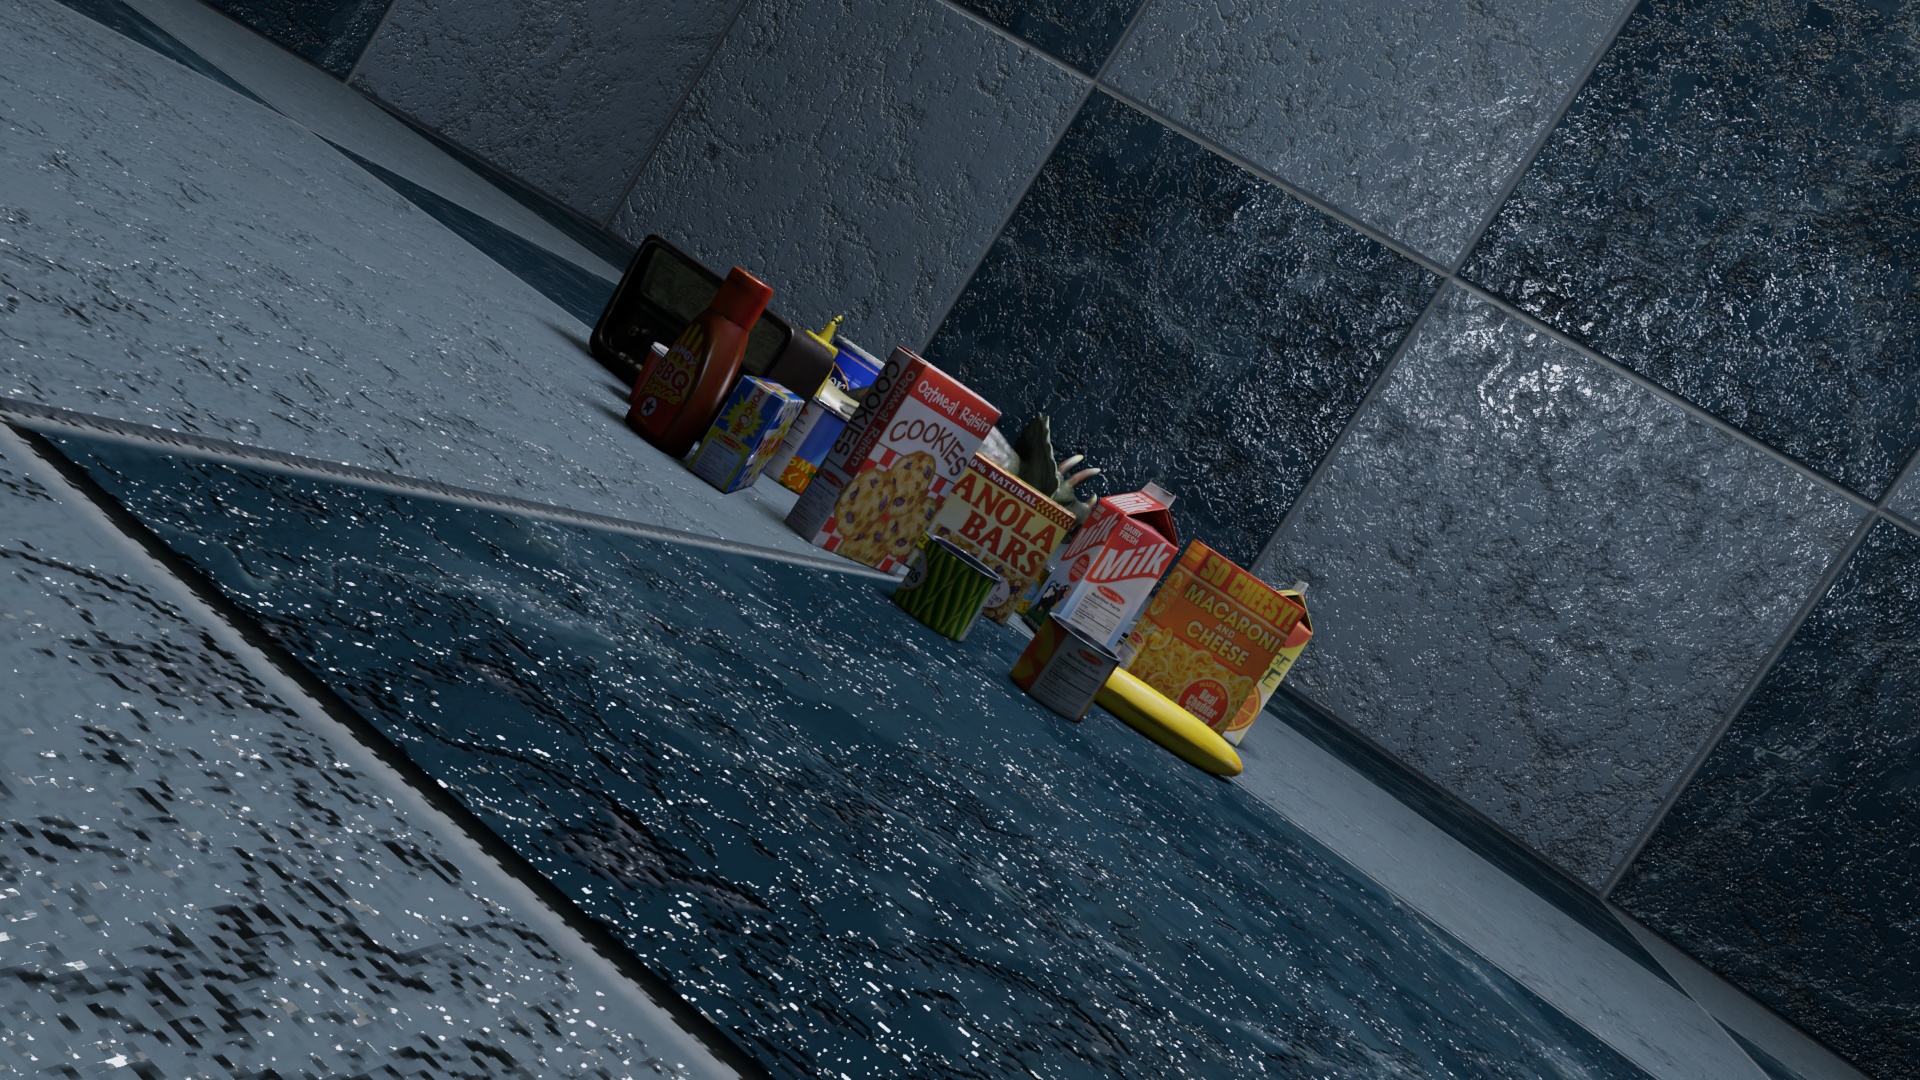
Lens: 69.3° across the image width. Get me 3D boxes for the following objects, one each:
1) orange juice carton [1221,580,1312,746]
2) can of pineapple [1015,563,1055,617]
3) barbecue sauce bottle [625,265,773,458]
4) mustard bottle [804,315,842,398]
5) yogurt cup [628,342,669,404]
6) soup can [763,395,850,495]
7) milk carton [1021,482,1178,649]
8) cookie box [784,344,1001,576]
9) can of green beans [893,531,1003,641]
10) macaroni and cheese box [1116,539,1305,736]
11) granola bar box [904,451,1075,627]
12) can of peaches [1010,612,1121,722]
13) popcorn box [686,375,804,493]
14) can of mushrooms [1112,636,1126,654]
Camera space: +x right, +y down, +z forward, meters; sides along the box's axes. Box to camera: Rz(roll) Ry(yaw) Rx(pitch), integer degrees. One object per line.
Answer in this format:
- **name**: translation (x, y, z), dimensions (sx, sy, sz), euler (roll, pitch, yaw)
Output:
- **orange juice carton**: translation (0.328, 0.126, 1.547), dimensions (0.073, 0.192, 0.072), euler (34, 4, 4)
- **can of pineapple**: translation (0.086, 0.057, 1.476), dimensions (0.071, 0.058, 0.071), euler (33, 5, -3)
- **barbecue sauce bottle**: translation (-0.198, -0.140, 1.072), dimensions (0.065, 0.148, 0.043), euler (37, 6, 39)
- **mustard bottle**: translation (-0.168, -0.162, 1.405), dimensions (0.065, 0.160, 0.049), euler (32, 4, -10)
- **yogurt cup**: translation (-0.249, -0.130, 1.198), dimensions (0.072, 0.054, 0.072), euler (33, 5, -3)
- **soup can**: translation (-0.144, -0.090, 1.303), dimensions (0.071, 0.083, 0.071), euler (33, 5, -3)
- **milk carton**: translation (0.150, 0.027, 1.399), dimensions (0.073, 0.190, 0.072), euler (31, 5, -21)
- **cookie box**: translation (-0.053, -0.062, 1.126), dimensions (0.040, 0.167, 0.123), euler (36, 5, 32)
- **can of green beans**: translation (-0.010, 0.037, 1.071), dimensions (0.071, 0.058, 0.071), euler (33, 5, -3)
- **macaroni and cheese box**: translation (0.221, 0.100, 1.285), dimensions (0.123, 0.166, 0.040), euler (31, 5, -21)
- **granola bar box**: translation (0.005, -0.016, 1.289), dimensions (0.165, 0.124, 0.039), euler (33, 4, -7)
- **can of peaches**: translation (0.080, 0.096, 1.060), dimensions (0.071, 0.058, 0.071), euler (33, 5, -3)
- **popcorn box**: translation (-0.168, -0.085, 1.102), dimensions (0.038, 0.085, 0.127), euler (33, 5, -2)
- **can of mushrooms**: translation (0.186, 0.133, 1.515), dimensions (0.071, 0.033, 0.071), euler (33, 5, -3)
